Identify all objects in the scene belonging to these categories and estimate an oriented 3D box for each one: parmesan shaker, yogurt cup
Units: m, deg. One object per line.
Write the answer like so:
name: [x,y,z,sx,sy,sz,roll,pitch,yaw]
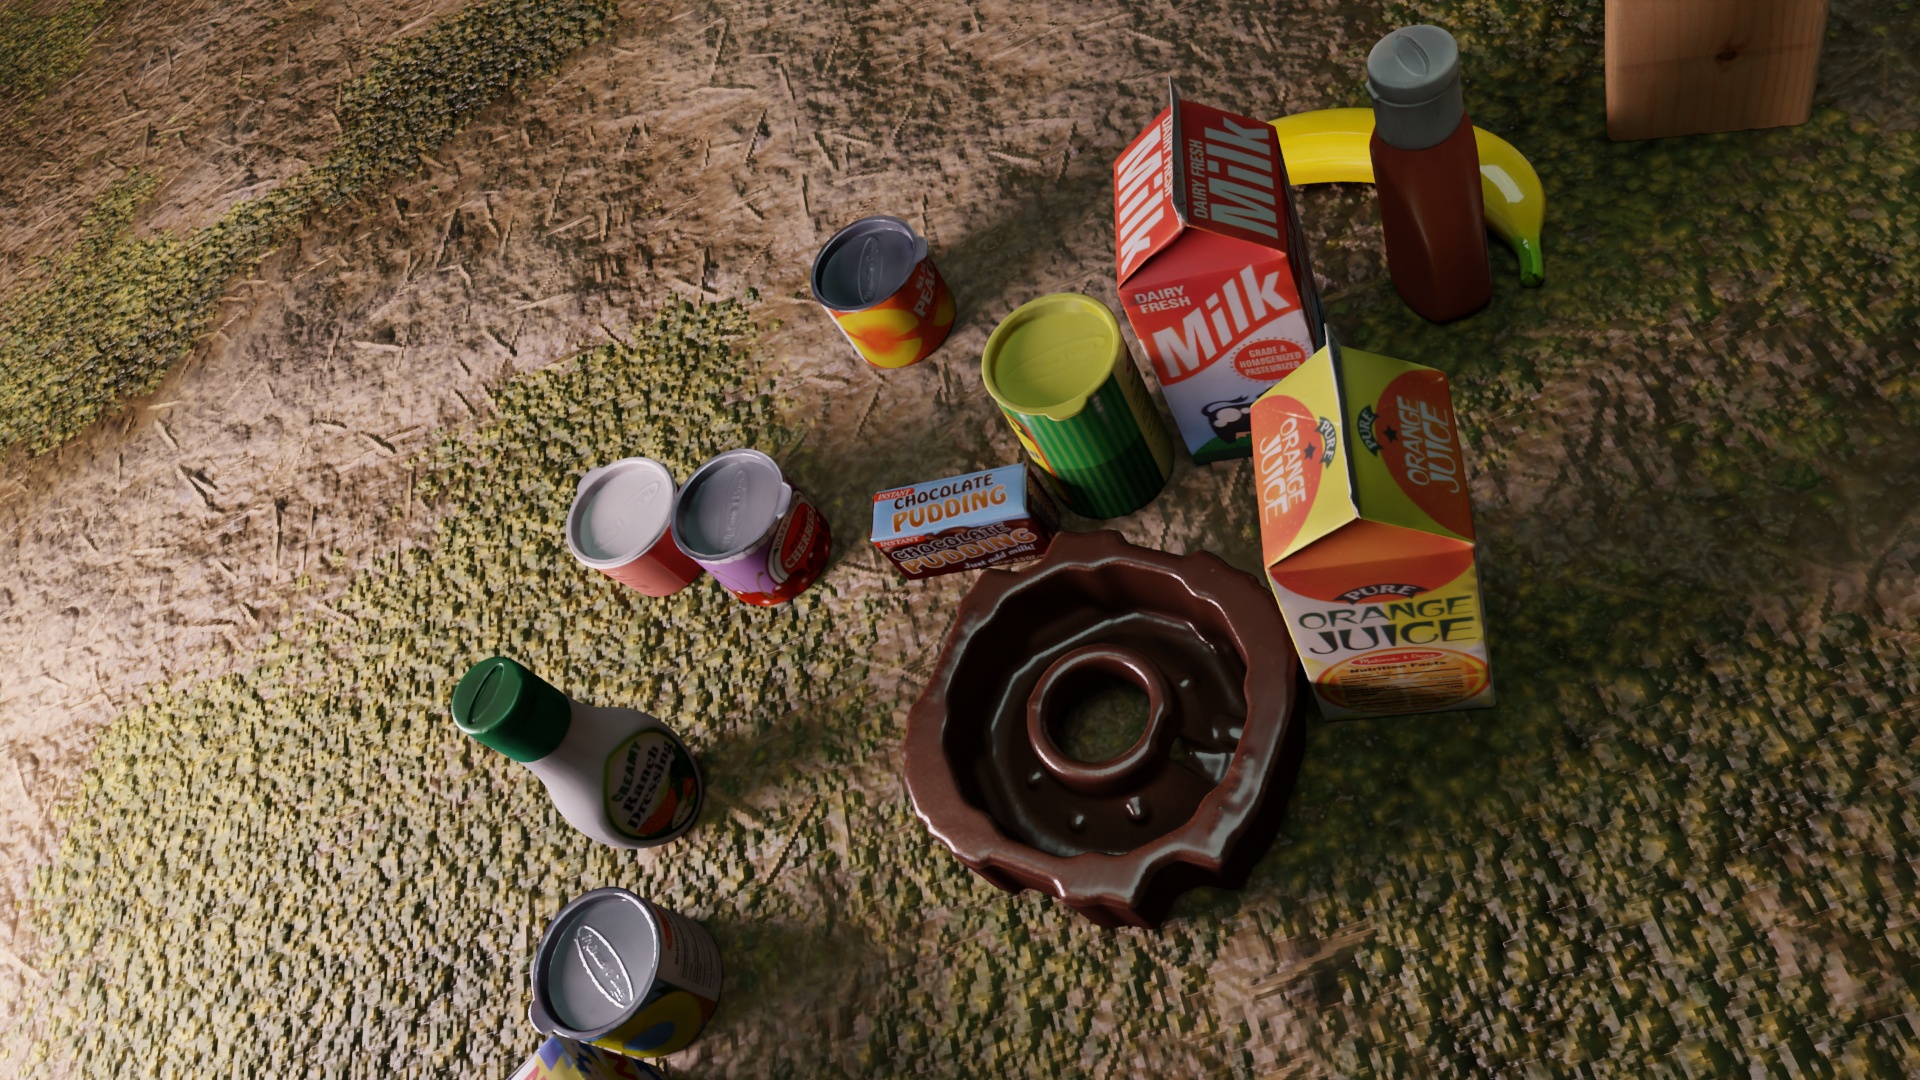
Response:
parmesan shaker: [0.059,-0.059,0.666,0.071,0.102,0.071,-11,58,18]
yogurt cup: [-0.174,-0.004,0.766,0.072,0.053,0.073,-11,58,18]

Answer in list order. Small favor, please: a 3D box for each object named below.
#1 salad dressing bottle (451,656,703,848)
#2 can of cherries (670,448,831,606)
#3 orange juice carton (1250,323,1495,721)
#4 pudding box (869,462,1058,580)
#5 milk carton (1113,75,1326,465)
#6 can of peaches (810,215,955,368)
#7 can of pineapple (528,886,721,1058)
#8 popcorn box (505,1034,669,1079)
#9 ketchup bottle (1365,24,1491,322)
salad dressing bottle: [-0.176,0.100,0.648,0.044,0.147,0.064,10,67,28]
can of cherries: [-0.108,-0.006,0.735,0.071,0.058,0.072,-11,58,18]
orange juice carton: [0.158,0.000,0.532,0.073,0.192,0.072,-9,59,19]
pudding box: [0.002,-0.009,0.694,0.083,0.049,0.030,-10,59,18]
milk carton: [0.117,-0.114,0.619,0.073,0.190,0.072,-9,59,19]
can of peaches: [-0.041,-0.140,0.784,0.071,0.058,0.071,-11,58,18]
can of pineapple: [-0.153,0.199,0.635,0.071,0.057,0.071,-11,58,18]
popcorn box: [-0.126,0.266,0.567,0.038,0.085,0.127,-47,54,-7]
ketchup bottle: [0.212,-0.166,0.633,0.043,0.148,0.065,-24,55,10]
